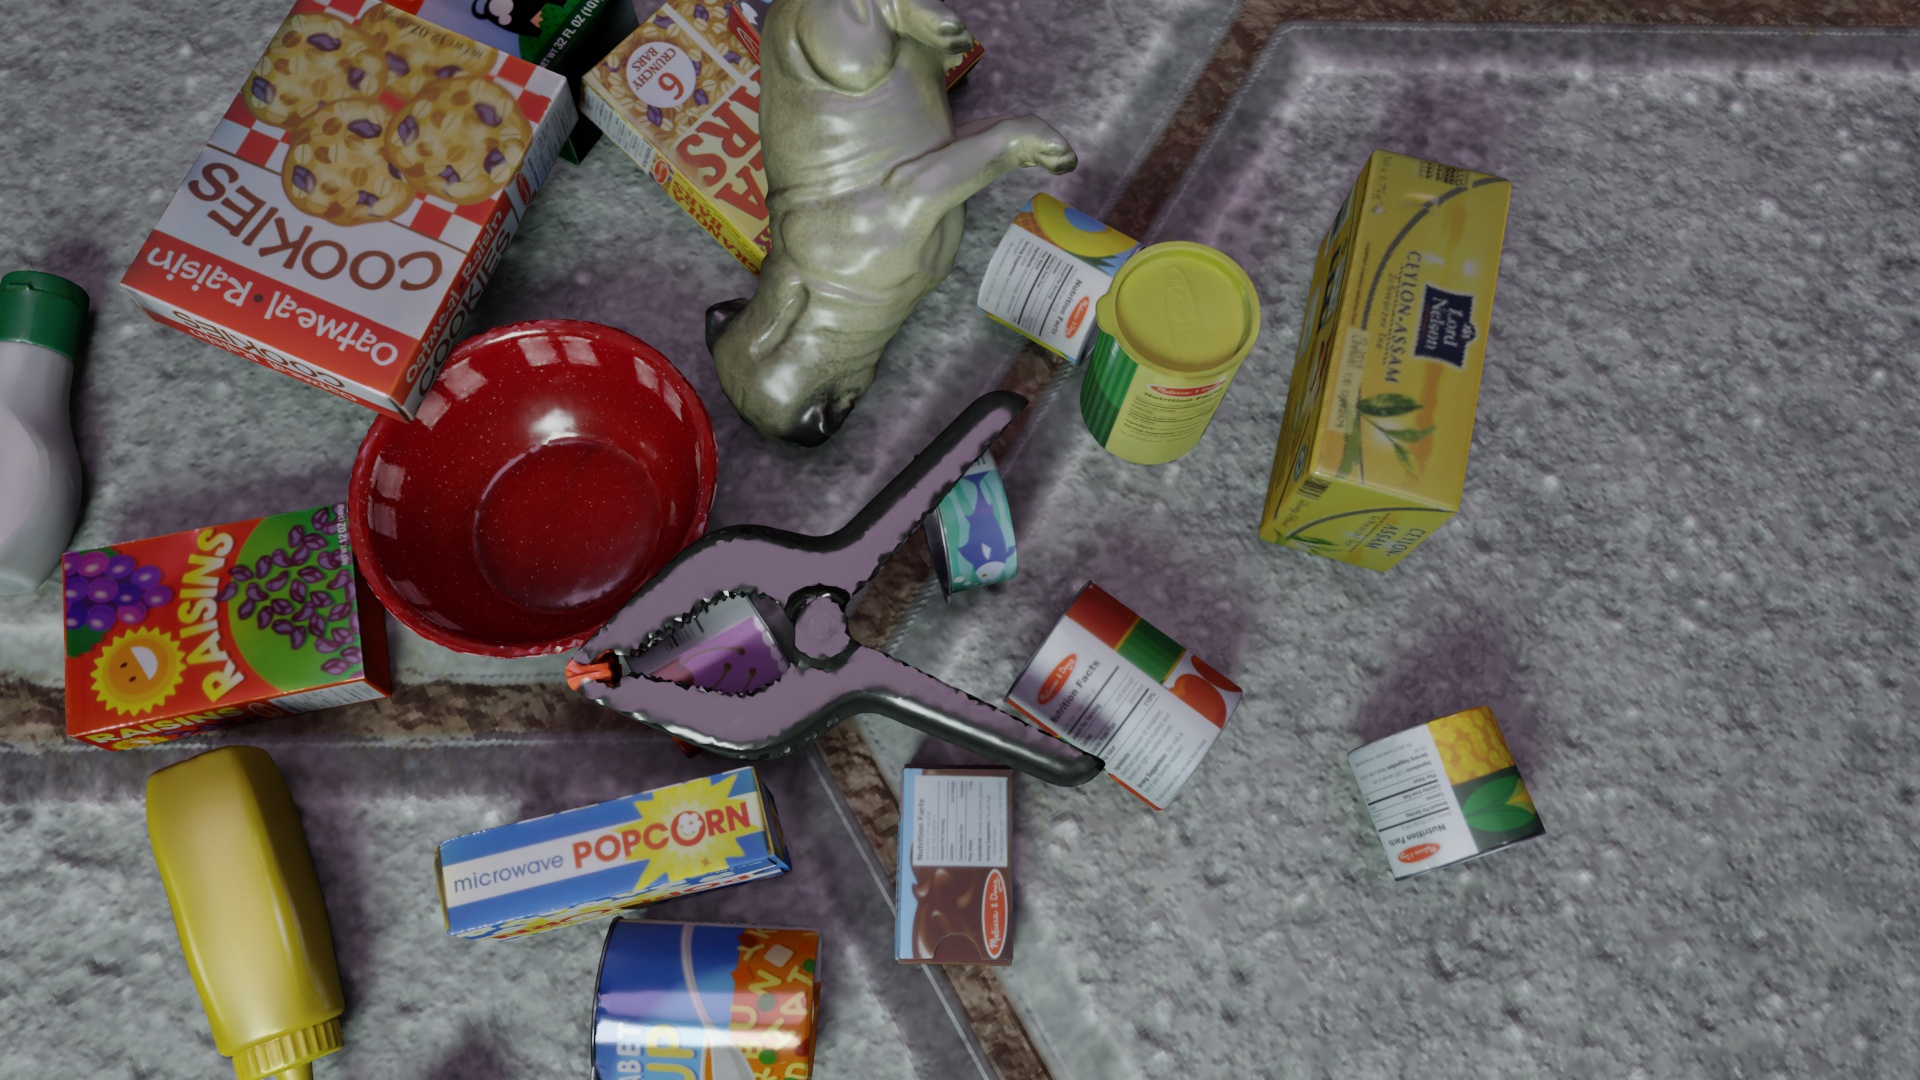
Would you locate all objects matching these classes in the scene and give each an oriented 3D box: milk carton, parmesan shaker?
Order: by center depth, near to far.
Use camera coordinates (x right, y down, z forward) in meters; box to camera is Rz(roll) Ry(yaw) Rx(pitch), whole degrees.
[{"bbox_3d":[0.090,-0.083,0.640,0.071,0.102,0.071,1,72,-3],"label":"parmesan shaker"},{"bbox_3d":[-0.260,-0.276,0.702,0.191,0.073,0.072,28,73,7],"label":"milk carton"}]

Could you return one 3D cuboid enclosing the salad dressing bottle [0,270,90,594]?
[{"bbox_3d":[-0.434,-0.051,0.637,0.064,0.044,0.148,0,71,-1],"label":"salad dressing bottle"}]

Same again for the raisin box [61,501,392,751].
[{"bbox_3d":[-0.324,0.037,0.615,0.123,0.040,0.086,-11,74,-7],"label":"raisin box"}]

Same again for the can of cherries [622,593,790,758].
[{"bbox_3d":[-0.109,0.055,0.606,0.058,0.071,0.071,-32,76,-11],"label":"can of cherries"}]

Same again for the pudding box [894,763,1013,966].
[{"bbox_3d":[-0.003,0.140,0.601,0.050,0.030,0.084,1,72,-3],"label":"pudding box"}]

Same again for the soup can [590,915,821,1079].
[{"bbox_3d":[-0.100,0.190,0.560,0.084,0.071,0.071,3,72,-2],"label":"soup can"}]

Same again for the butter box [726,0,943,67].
[{"bbox_3d":[-0.056,-0.260,0.671,0.104,0.024,0.053,-41,98,-16],"label":"butter box"}]

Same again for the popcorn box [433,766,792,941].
[{"bbox_3d":[-0.138,0.130,0.569,0.127,0.085,0.038,-13,73,-6],"label":"popcorn box"}]

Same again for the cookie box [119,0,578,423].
[{"bbox_3d":[-0.265,-0.151,0.615,0.123,0.040,0.168,23,75,0],"label":"cookie box"}]

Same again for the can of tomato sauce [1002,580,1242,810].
[{"bbox_3d":[0.072,0.067,0.611,0.083,0.071,0.071,35,74,8],"label":"can of tomato sauce"}]

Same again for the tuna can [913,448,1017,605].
[{"bbox_3d":[0.002,-0.008,0.632,0.033,0.071,0.071,-13,73,-8],"label":"tuna can"}]

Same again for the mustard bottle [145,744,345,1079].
[{"bbox_3d":[-0.284,0.165,0.563,0.049,0.065,0.160,-19,78,-13],"label":"mustard bottle"}]

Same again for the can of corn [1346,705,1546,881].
[{"bbox_3d":[0.211,0.109,0.603,0.071,0.071,0.058,-16,73,-8],"label":"can of corn"}]

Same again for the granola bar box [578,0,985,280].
[{"bbox_3d":[-0.086,-0.232,0.694,0.124,0.039,0.166,44,75,-10],"label":"granola bar box"}]

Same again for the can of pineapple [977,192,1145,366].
[{"bbox_3d":[0.049,-0.127,0.673,0.058,0.070,0.071,30,73,7],"label":"can of pineapple"}]
